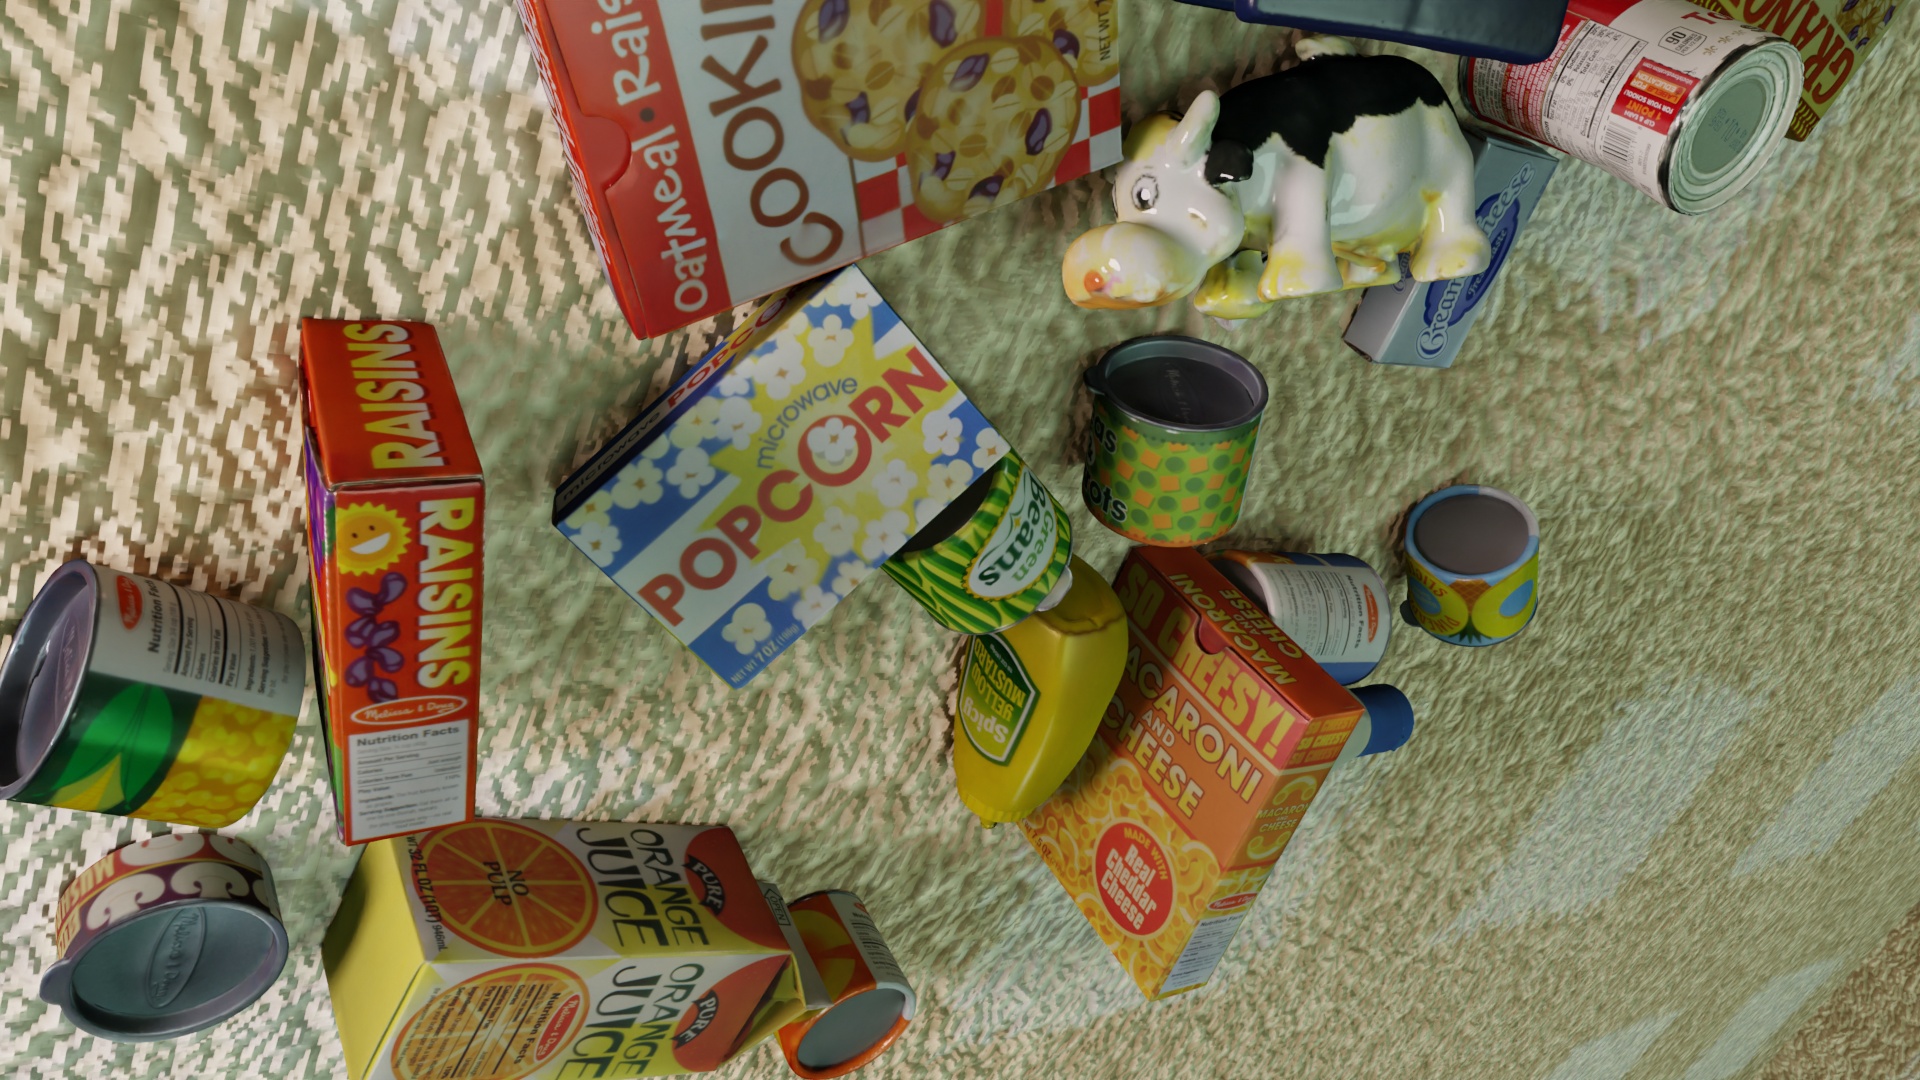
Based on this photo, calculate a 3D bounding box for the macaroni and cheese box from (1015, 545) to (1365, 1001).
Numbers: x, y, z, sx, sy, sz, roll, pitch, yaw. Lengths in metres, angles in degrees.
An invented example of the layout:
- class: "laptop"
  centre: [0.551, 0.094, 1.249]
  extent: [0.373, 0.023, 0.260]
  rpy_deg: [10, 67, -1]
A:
- class: "macaroni and cheese box"
  centre: [0.095, 0.104, 0.633]
  extent: [0.040, 0.124, 0.165]
  rpy_deg: [-1, 125, -36]

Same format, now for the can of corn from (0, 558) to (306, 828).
- class: "can of corn"
  centre: [-0.230, 0.046, 0.392]
  extent: [0.058, 0.071, 0.071]
  rpy_deg: [25, 107, -46]

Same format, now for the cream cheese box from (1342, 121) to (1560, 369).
- class: "cream cheese box"
  centre: [0.212, -0.125, 0.600]
  extent: [0.053, 0.024, 0.103]
  rpy_deg: [0, 124, -35]

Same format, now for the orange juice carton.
- class: "orange juice carton"
  centre: [-0.139, 0.162, 0.550]
  extent: [0.193, 0.072, 0.072]
  rpy_deg: [13, 116, -42]

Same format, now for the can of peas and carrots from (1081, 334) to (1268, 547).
- class: "can of peas and carrots"
  centre: [0.081, -0.039, 0.547]
  extent: [0.071, 0.071, 0.058]
  rpy_deg: [-17, 133, -24]

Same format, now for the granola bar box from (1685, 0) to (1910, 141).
- class: "granola bar box"
  centre: [0.350, -0.256, 0.580]
  extent: [0.166, 0.039, 0.123]
  rpy_deg: [13, 116, -42]

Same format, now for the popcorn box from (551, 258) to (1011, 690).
- class: "popcorn box"
  centre: [-0.059, -0.023, 0.459]
  extent: [0.126, 0.038, 0.085]
  rpy_deg: [-42, 115, 1]

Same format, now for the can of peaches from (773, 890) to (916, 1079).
- class: "can of peaches"
  centre: [-0.064, 0.212, 0.657]
  extent: [0.071, 0.058, 0.070]
  rpy_deg: [-20, 134, -22]

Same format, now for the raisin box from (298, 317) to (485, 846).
- class: "raisin box"
  centre: [-0.163, 0.011, 0.395]
  extent: [0.040, 0.086, 0.122]
  rpy_deg: [-4, 127, -27]

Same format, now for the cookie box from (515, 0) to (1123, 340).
- class: "cookie box"
  centre: [-0.034, -0.143, 0.395]
  extent: [0.168, 0.040, 0.122]
  rpy_deg: [-25, 135, -17]

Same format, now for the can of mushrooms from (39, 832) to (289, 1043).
- class: "can of mushrooms"
  centre: [-0.265, 0.132, 0.462]
  extent: [0.071, 0.033, 0.070]
  rpy_deg: [-20, 135, -21]

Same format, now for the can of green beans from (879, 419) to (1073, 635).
- class: "can of green beans"
  centre: [0.000, -0.007, 0.514]
  extent: [0.071, 0.071, 0.057]
  rpy_deg: [-42, 138, 1]

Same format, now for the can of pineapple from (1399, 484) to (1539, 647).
- class: "can of pineapple"
  centre: [0.265, 0.014, 0.724]
  extent: [0.071, 0.071, 0.057]
  rpy_deg: [-33, 137, -9]

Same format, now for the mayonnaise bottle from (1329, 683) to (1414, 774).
- class: "mayonnaise bottle"
  centre: [0.171, 0.097, 0.707]
  extent: [0.148, 0.041, 0.064]
  rpy_deg: [-2, 132, -36]

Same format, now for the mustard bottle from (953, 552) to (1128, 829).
- class: "mustard bottle"
  centre: [0.027, 0.079, 0.609]
  extent: [0.049, 0.065, 0.159]
  rpy_deg: [-14, 136, -32]

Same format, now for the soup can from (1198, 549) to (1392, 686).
- class: "soup can"
  centre: [0.151, 0.038, 0.664]
  extent: [0.084, 0.071, 0.071]
  rpy_deg: [3, 123, -36]
